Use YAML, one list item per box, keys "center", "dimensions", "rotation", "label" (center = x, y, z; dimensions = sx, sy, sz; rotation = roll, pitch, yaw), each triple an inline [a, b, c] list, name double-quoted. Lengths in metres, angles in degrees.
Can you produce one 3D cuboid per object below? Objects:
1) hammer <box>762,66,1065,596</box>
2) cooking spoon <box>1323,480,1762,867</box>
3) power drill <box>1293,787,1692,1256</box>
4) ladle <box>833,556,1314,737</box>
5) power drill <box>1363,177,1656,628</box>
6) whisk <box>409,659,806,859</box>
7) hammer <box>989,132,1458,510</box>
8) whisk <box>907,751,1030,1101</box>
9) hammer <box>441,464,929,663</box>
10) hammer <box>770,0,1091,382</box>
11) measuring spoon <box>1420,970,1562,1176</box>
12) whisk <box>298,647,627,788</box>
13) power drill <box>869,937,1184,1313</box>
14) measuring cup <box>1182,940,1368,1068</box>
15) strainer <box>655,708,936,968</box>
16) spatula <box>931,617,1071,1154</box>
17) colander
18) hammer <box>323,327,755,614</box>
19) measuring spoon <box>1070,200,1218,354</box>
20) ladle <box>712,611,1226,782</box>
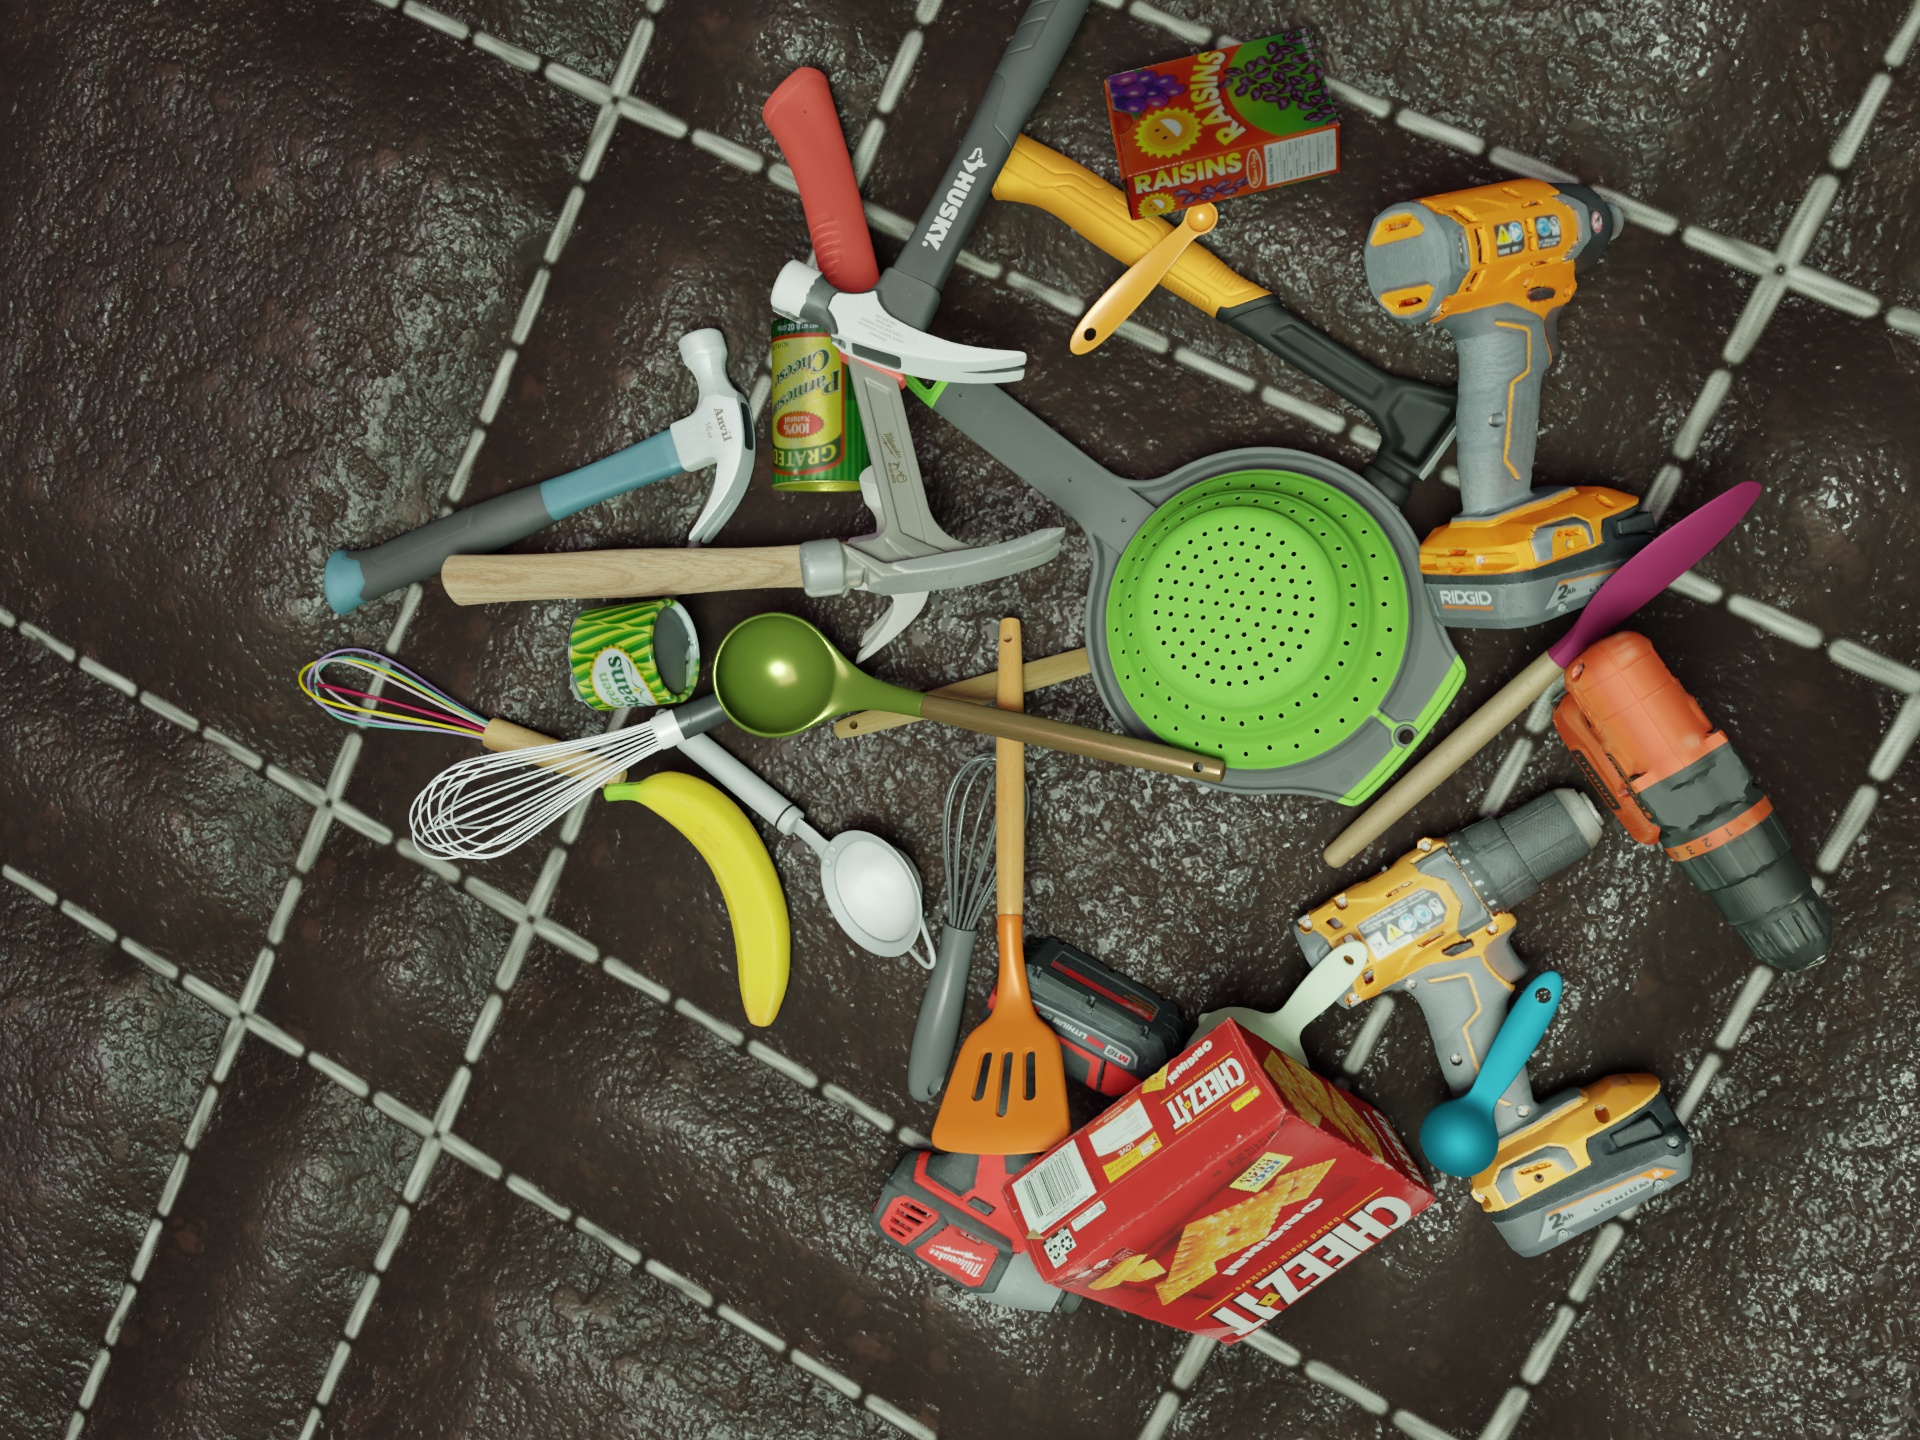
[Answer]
- center: [-0.050, -0.241, 0.948]
  dimensions: [0.149, 0.036, 0.359]
  rotation: [-10, 69, -10]
  label: "hammer"
- center: [0.313, -0.016, 0.884]
  dimensions: [0.318, 0.068, 0.017]
  rotation: [-49, 61, 32]
  label: "cooking spoon"
- center: [0.328, 0.165, 0.917]
  dimensions: [0.185, 0.084, 0.226]
  rotation: [-34, 80, 13]
  label: "power drill"
- center: [0.064, -0.035, 0.996]
  dimensions: [0.315, 0.031, 0.069]
  rotation: [-16, 85, 16]
  label: "ladle"
- center: [0.311, -0.177, 0.864]
  dimensions: [0.164, 0.084, 0.226]
  rotation: [-19, 103, -26]
  label: "power drill"
- center: [-0.218, 0.019, 1.024]
  dimensions: [0.284, 0.070, 0.070]
  rotation: [-23, 88, -5]
  label: "whisk"
- center: [0.157, -0.267, 0.954]
  dimensions: [0.337, 0.034, 0.127]
  rotation: [35, 102, 10]
  label: "hammer"
- center: [-0.001, 0.133, 1.012]
  dimensions: [0.055, 0.055, 0.239]
  rotation: [15, 100, 13]
  label: "whisk"
- center: [-0.177, -0.094, 1.015]
  dimensions: [0.331, 0.031, 0.129]
  rotation: [-1, 129, 15]
  label: "hammer"
- center: [0.029, -0.350, 0.929]
  dimensions: [0.146, 0.035, 0.335]
  rotation: [25, 80, 3]
  label: "hammer"
- center: [0.295, 0.194, 0.873]
  dimensions: [0.042, 0.021, 0.128]
  rotation: [30, 97, 19]
  label: "measuring spoon"
- center: [-0.344, 0.004, 1.092]
  dimensions: [0.245, 0.047, 0.051]
  rotation: [19, 96, 9]
  label: "whisk"
- center: [0.047, 0.261, 0.994]
  dimensions: [0.143, 0.078, 0.219]
  rotation: [28, 102, 11]
  label: "power drill"
- center: [0.186, 0.186, 0.932]
  dimensions: [0.083, 0.038, 0.167]
  rotation: [41, 133, 13]
  label: "measuring cup"
- center: [-0.103, 0.068, 1.036]
  dimensions: [0.258, 0.050, 0.086]
  rotation: [37, 128, 15]
  label: "strainer"
- center: [0.028, 0.090, 0.942]
  dimensions: [0.081, 0.041, 0.323]
  rotation: [-4, 74, 16]
  label: "spatula"
- center: [0.102, -0.111, 0.923]
  dimensions: [0.397, 0.094, 0.204]
  rotation: [40, 100, 16]
  label: "colander"
- center: [-0.289, -0.145, 1.074]
  dimensions: [0.331, 0.033, 0.128]
  rotation: [-19, 88, 15]
  label: "hammer"
- center: [0.109, -0.261, 0.947]
  dimensions: [0.117, 0.011, 0.021]
  rotation: [-44, 75, 18]
  label: "measuring spoon"
- center: [-0.002, -0.003, 0.945]
  dimensions: [0.320, 0.062, 0.078]
  rotation: [13, 96, 20]
  label: "ladle"
